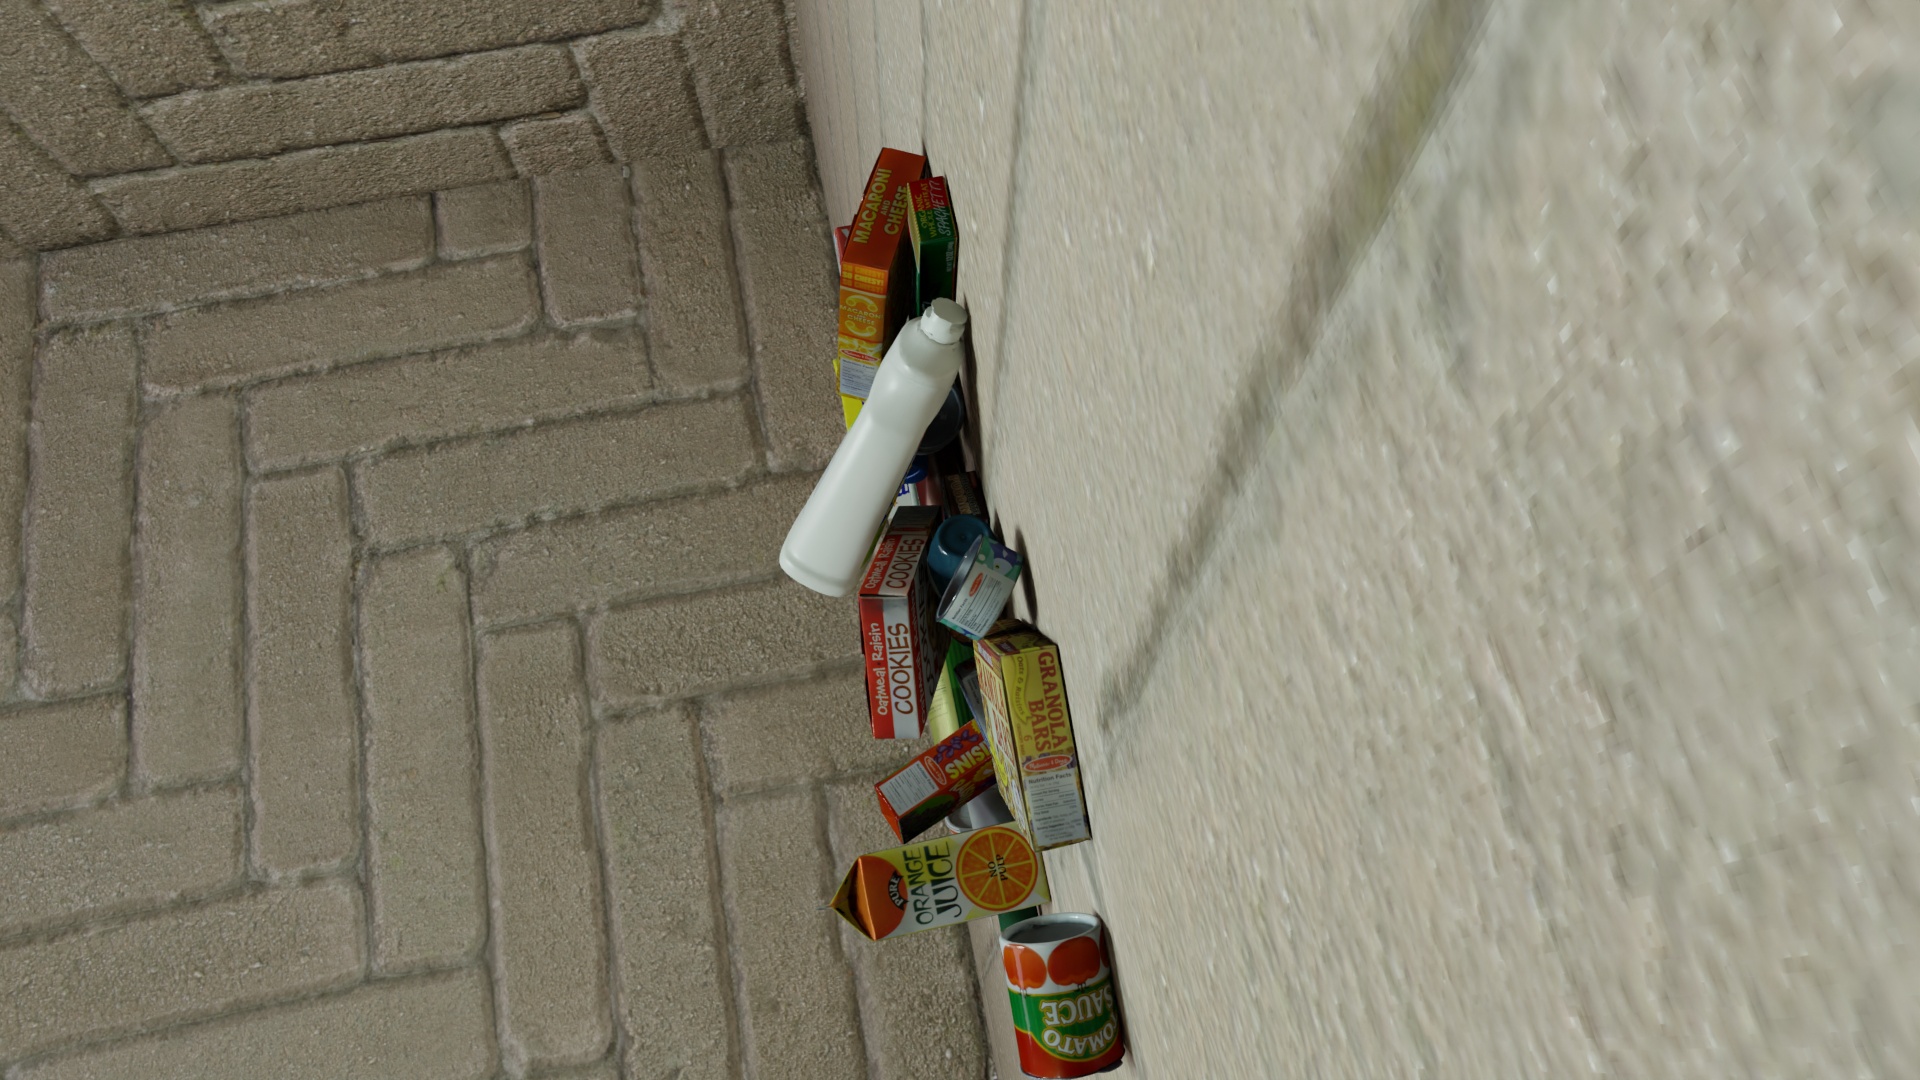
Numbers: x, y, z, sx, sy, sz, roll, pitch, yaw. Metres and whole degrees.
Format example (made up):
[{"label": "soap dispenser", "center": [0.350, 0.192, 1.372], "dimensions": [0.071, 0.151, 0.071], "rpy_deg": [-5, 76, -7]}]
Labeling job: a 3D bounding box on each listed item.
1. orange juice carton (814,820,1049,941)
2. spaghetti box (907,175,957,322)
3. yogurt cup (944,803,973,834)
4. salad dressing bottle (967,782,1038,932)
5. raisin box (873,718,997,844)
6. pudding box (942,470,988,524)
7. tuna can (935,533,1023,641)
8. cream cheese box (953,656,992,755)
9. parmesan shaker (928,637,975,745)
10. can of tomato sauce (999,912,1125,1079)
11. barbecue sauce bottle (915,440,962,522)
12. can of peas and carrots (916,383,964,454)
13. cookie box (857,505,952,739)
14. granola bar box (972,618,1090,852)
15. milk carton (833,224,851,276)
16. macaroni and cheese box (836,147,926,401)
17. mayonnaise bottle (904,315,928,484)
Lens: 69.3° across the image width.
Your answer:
[{"label": "orange juice carton", "center": [-0.027, 0.292, 1.179], "dimensions": [0.071, 0.193, 0.073], "rpy_deg": [103, 155, -75]}, {"label": "spaghetti box", "center": [-0.023, -0.193, 1.076], "dimensions": [0.249, 0.029, 0.050], "rpy_deg": [96, 164, -73]}, {"label": "yogurt cup", "center": [0.024, 0.278, 1.337], "dimensions": [0.072, 0.072, 0.053], "rpy_deg": [-112, 4, -67]}, {"label": "salad dressing bottle", "center": [0.042, 0.295, 1.265], "dimensions": [0.064, 0.044, 0.147], "rpy_deg": [-10, 92, 67]}, {"label": "raisin box", "center": [-0.010, 0.202, 1.190], "dimensions": [0.040, 0.124, 0.085], "rpy_deg": [52, 164, 23]}, {"label": "pudding box", "center": [0.004, -0.014, 1.132], "dimensions": [0.083, 0.030, 0.050], "rpy_deg": [88, 169, -60]}, {"label": "tuna can", "center": [0.013, 0.031, 0.925], "dimensions": [0.071, 0.033, 0.071], "rpy_deg": [-61, 6, 11]}, {"label": "cream cheese box", "center": [0.027, 0.145, 1.098], "dimensions": [0.053, 0.024, 0.103], "rpy_deg": [-148, 33, -83]}, {"label": "parmesan shaker", "center": [-0.003, 0.150, 1.340], "dimensions": [0.071, 0.071, 0.103], "rpy_deg": [95, 163, -72]}, {"label": "can of tomato sauce", "center": [0.063, 0.281, 0.862], "dimensions": [0.071, 0.071, 0.083], "rpy_deg": [163, 97, -85]}, {"label": "barbecue sauce bottle", "center": [-0.017, -0.045, 1.231], "dimensions": [0.064, 0.044, 0.149], "rpy_deg": [101, 159, -59]}, {"label": "can of peas and carrots", "center": [-0.031, -0.106, 1.142], "dimensions": [0.058, 0.071, 0.071], "rpy_deg": [-179, 79, -85]}, {"label": "cookie box", "center": [-0.041, 0.060, 1.087], "dimensions": [0.168, 0.040, 0.122], "rpy_deg": [-71, -21, -64]}, {"label": "granola bar box", "center": [0.042, 0.122, 0.920], "dimensions": [0.165, 0.039, 0.124], "rpy_deg": [-159, 59, -84]}, {"label": "milk carton", "center": [-0.079, -0.265, 1.322], "dimensions": [0.191, 0.072, 0.073], "rpy_deg": [-121, 21, -79]}, {"label": "macaroni and cheese box", "center": [-0.064, -0.207, 1.101], "dimensions": [0.165, 0.040, 0.124], "rpy_deg": [100, -176, -59]}, {"label": "mayonnaise bottle", "center": [-0.048, -0.123, 1.215], "dimensions": [0.041, 0.064, 0.148], "rpy_deg": [24, -126, -42]}]
